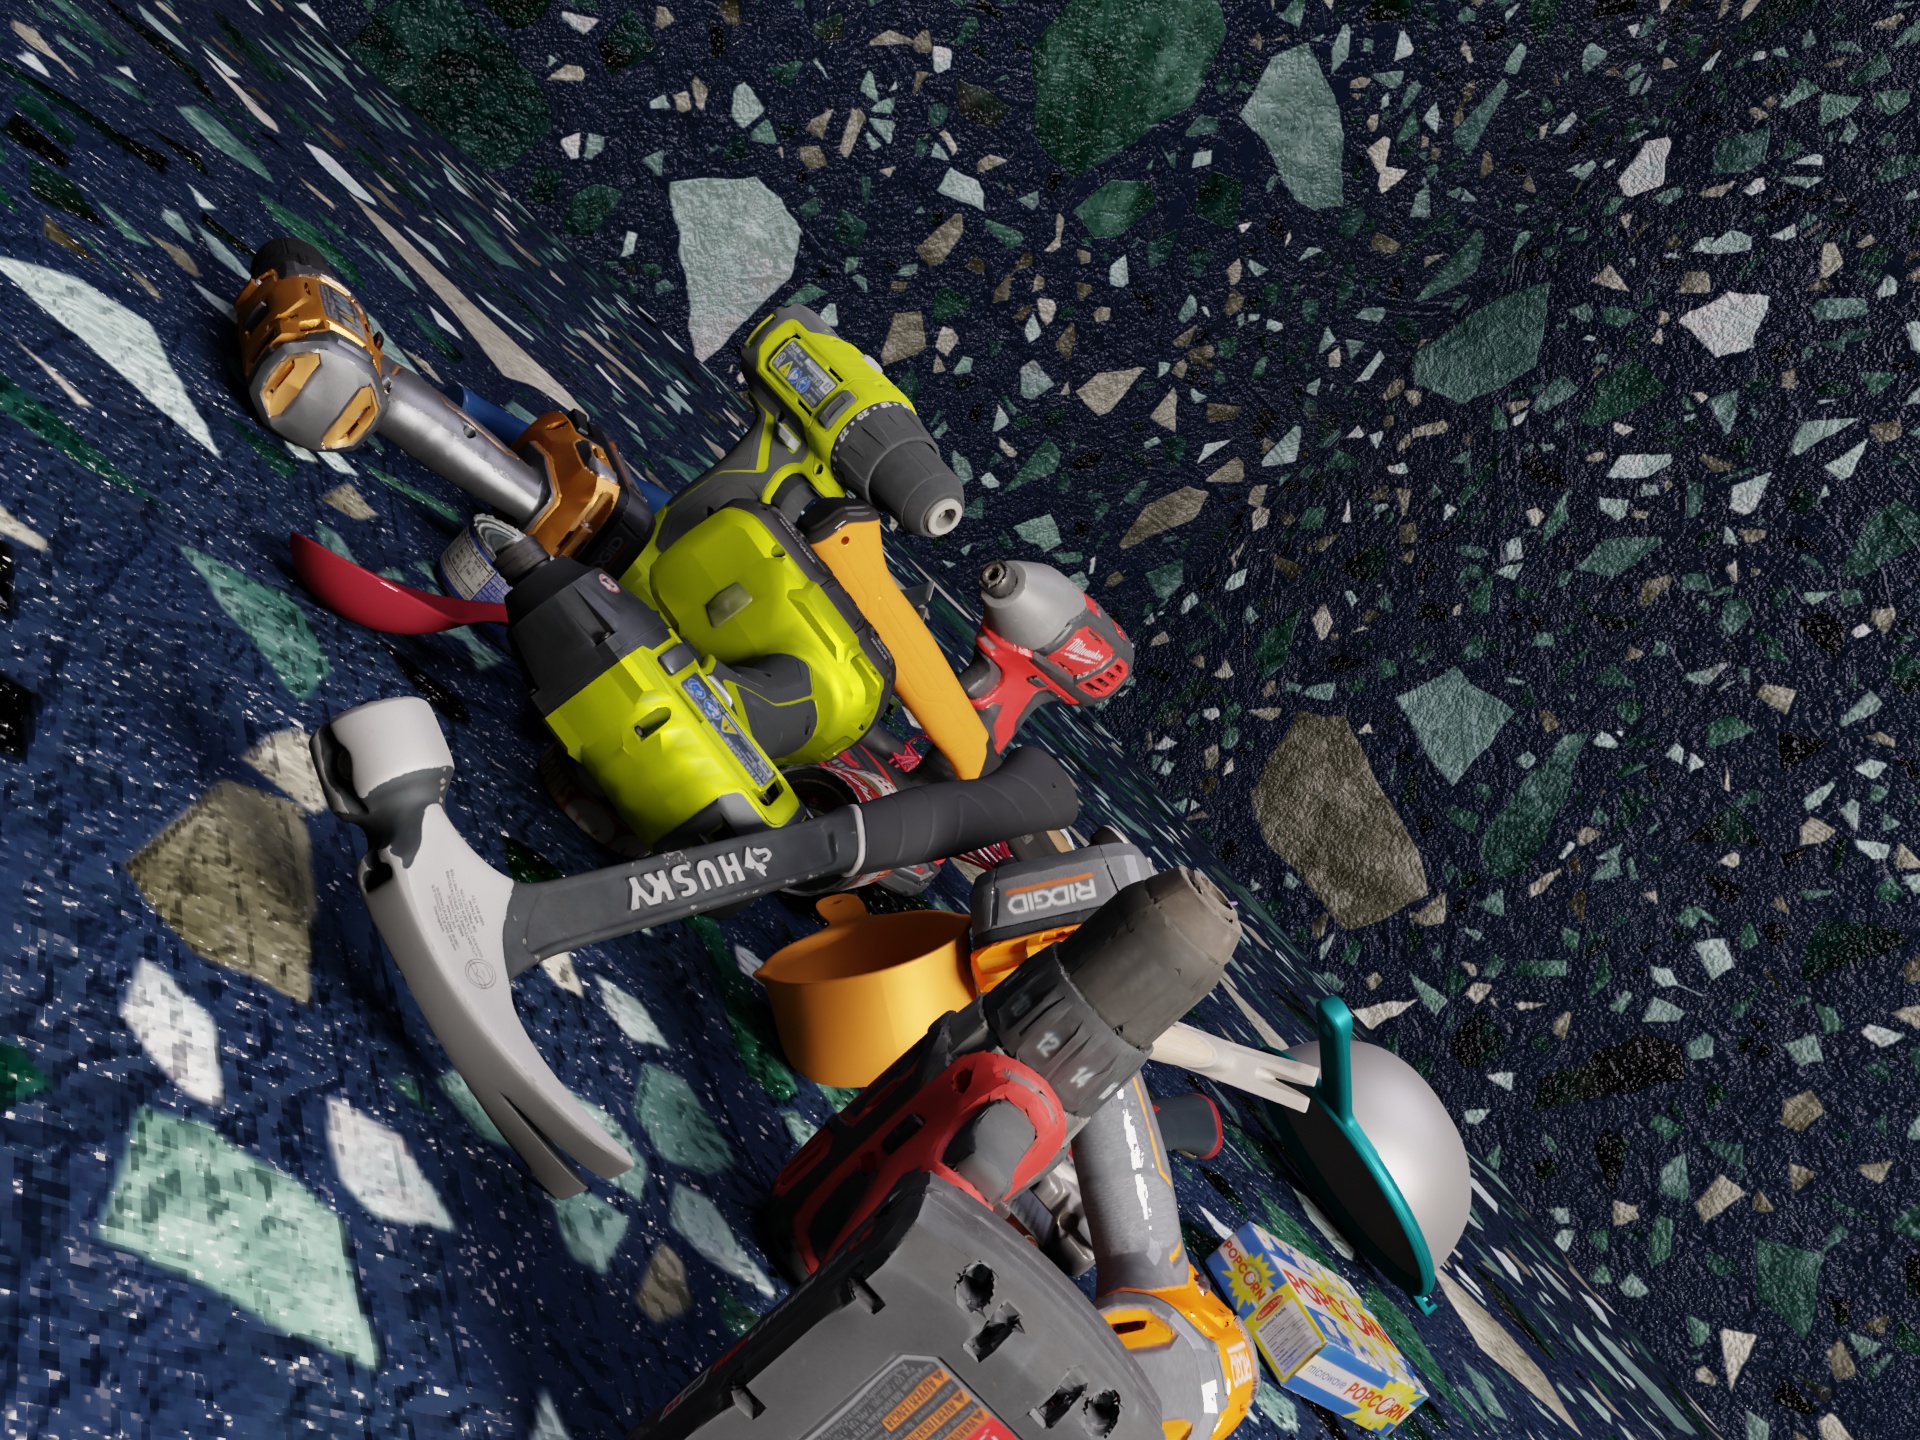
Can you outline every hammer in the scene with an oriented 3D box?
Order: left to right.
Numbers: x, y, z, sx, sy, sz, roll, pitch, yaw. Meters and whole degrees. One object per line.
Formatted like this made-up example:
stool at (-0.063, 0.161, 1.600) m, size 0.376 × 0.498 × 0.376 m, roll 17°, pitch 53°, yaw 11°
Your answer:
hammer at (-0.186, -0.143, 1.135) m, size 0.144 × 0.035 × 0.405 m, roll 11°, pitch -7°, yaw 44°
hammer at (-0.051, 0.053, 0.608) m, size 0.409 × 0.036 × 0.149 m, roll -8°, pitch 71°, yaw -61°
hammer at (-0.008, 0.013, 0.916) m, size 0.034 × 0.127 × 0.336 m, roll 38°, pitch -17°, yaw 52°
hammer at (0.080, 0.224, 0.906) m, size 0.143 × 0.038 × 0.386 m, roll 46°, pitch 7°, yaw 22°
hammer at (0.087, 0.186, 0.975) m, size 0.146 × 0.038 × 0.410 m, roll 14°, pitch -9°, yaw 35°

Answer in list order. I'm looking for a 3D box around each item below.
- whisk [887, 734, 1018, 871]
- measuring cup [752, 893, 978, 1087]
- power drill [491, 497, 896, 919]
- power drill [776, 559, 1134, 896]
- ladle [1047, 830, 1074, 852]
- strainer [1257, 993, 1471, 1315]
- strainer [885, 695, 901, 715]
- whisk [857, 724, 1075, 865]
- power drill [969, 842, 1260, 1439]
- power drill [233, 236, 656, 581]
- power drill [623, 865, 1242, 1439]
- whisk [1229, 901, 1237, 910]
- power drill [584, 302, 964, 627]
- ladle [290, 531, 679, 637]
whisk at (0.022, 0.094, 1.108) m, size 0.073 × 0.073 × 0.296 m, roll 39°, pitch 4°, yaw -40°
measuring cup at (-0.043, 0.114, 0.705) m, size 0.174 × 0.095 × 0.052 m, roll -161°, pitch -122°, yaw -79°
power drill at (-0.114, -0.025, 0.718) m, size 0.171 × 0.080 × 0.223 m, roll 53°, pitch 17°, yaw -7°
power drill at (-0.002, -0.003, 0.988) m, size 0.079 × 0.219 × 0.143 m, roll 50°, pitch 9°, yaw 37°
ladle at (0.023, 0.051, 1.238) m, size 0.320 × 0.062 × 0.078 m, roll 51°, pitch 26°, yaw 5°
strainer at (0.308, 0.278, 1.164) m, size 0.211 × 0.095 × 0.340 m, roll 52°, pitch -14°, yaw 41°
strainer at (-0.169, -0.064, 1.083) m, size 0.257 × 0.069 × 0.151 m, roll 29°, pitch -9°, yaw 33°
whisk at (-0.010, 0.059, 1.271) m, size 0.284 × 0.070 × 0.070 m, roll 37°, pitch 10°, yaw -20°
power drill at (0.070, 0.179, 0.651) m, size 0.164 × 0.084 × 0.227 m, roll 46°, pitch 32°, yaw -65°
power drill at (-0.292, -0.172, 0.880) m, size 0.226 × 0.084 × 0.186 m, roll 32°, pitch 15°, yaw -42°
power drill at (0.007, 0.133, 0.445) m, size 0.080 × 0.188 × 0.227 m, roll 46°, pitch 11°, yaw -3°
whisk at (0.097, 0.127, 0.993) m, size 0.244 × 0.051 × 0.047 m, roll 1°, pitch 37°, yaw -51°
power drill at (-0.116, -0.115, 0.938) m, size 0.191 × 0.228 × 0.080 m, roll 50°, pitch 9°, yaw 33°
ladle at (-0.186, -0.046, 0.764) m, size 0.069 × 0.031 × 0.315 m, roll 27°, pitch 9°, yaw 28°
